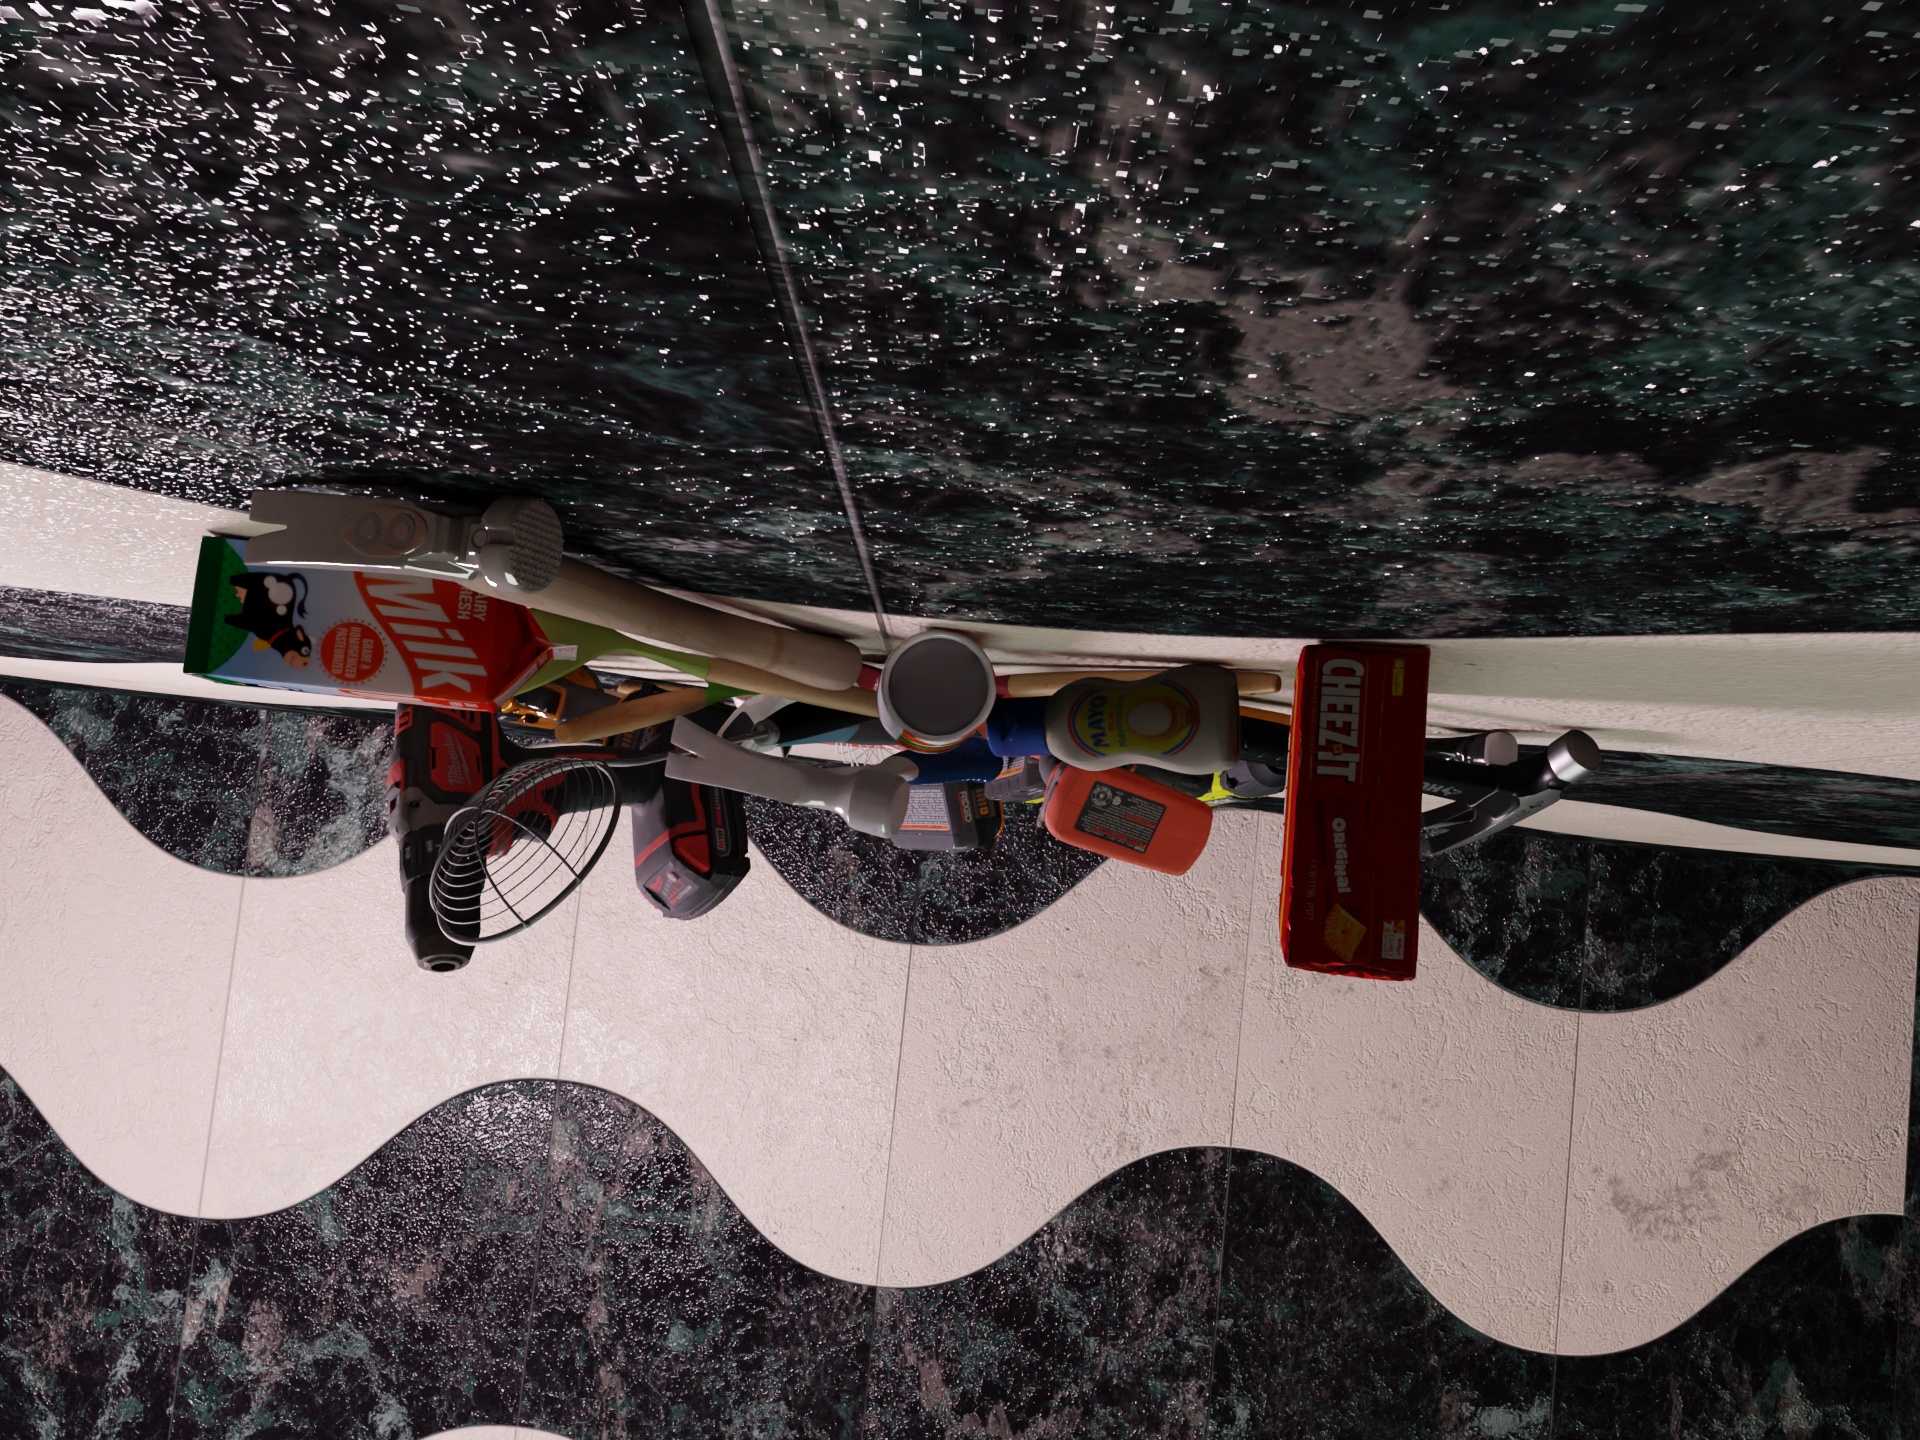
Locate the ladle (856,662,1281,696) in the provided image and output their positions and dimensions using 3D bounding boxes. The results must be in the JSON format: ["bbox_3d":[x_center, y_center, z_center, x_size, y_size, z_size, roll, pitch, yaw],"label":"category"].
[{"bbox_3d":[0.057,-0.024,1.021,0.315,0.031,0.069,1,174,34],"label":"ladle"}]

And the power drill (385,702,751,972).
[{"bbox_3d":[-0.253,0.076,1.020,0.226,0.188,0.080,12,145,-35],"label":"power drill"}]

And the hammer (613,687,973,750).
[{"bbox_3d":[-0.159,0.011,1.548,0.359,0.036,0.149,5,-169,-18],"label":"hammer"}]

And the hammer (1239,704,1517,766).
[{"bbox_3d":[0.226,0.006,1.126,0.336,0.034,0.127,8,174,-26],"label":"hammer"}]

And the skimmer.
[{"bbox_3d":[-0.164,0.047,1.000,0.127,0.090,0.363,0,-170,40],"label":"skimmer"}]

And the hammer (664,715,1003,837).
[{"bbox_3d":[-0.048,0.029,1.030,0.144,0.035,0.405,14,-176,15],"label":"hammer"}]

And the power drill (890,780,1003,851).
[{"bbox_3d":[0.063,0.052,1.387,0.226,0.084,0.164,-14,-175,-33],"label":"power drill"}]

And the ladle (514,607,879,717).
[{"bbox_3d":[-0.138,-0.016,1.007,0.320,0.062,0.078,12,-174,-22],"label":"ladle"}]

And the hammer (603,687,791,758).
[{"bbox_3d":[-0.295,-0.010,1.371,0.331,0.031,0.129,11,141,21],"label":"hammer"}]

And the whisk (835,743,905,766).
[{"bbox_3d":[-0.094,-0.002,1.342,0.070,0.070,0.284,5,171,8],"label":"whisk"}]

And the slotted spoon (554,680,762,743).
[{"bbox_3d":[-0.189,-0.012,1.082,0.070,0.031,0.314,11,-170,15],"label":"slotted spoon"}]

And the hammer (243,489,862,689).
[{"bbox_3d":[-0.165,-0.056,0.815,0.146,0.038,0.410,6,176,21],"label":"hammer"}]

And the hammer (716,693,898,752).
[{"bbox_3d":[-0.082,0.005,1.241,0.128,0.033,0.331,-44,163,19],"label":"hammer"}]

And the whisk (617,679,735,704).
[{"bbox_3d":[-0.219,-0.019,1.404,0.245,0.051,0.047,8,147,39],"label":"whisk"}]

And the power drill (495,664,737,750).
[{"bbox_3d":[-0.293,-0.008,1.208,0.226,0.084,0.185,19,-178,28],"label":"power drill"}]

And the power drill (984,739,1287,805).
[{"bbox_3d":[0.143,0.028,1.249,0.223,0.080,0.171,5,171,-17],"label":"power drill"}]

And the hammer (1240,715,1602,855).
[{"bbox_3d":[0.255,0.028,1.068,0.334,0.035,0.146,11,147,-24],"label":"hammer"}]
